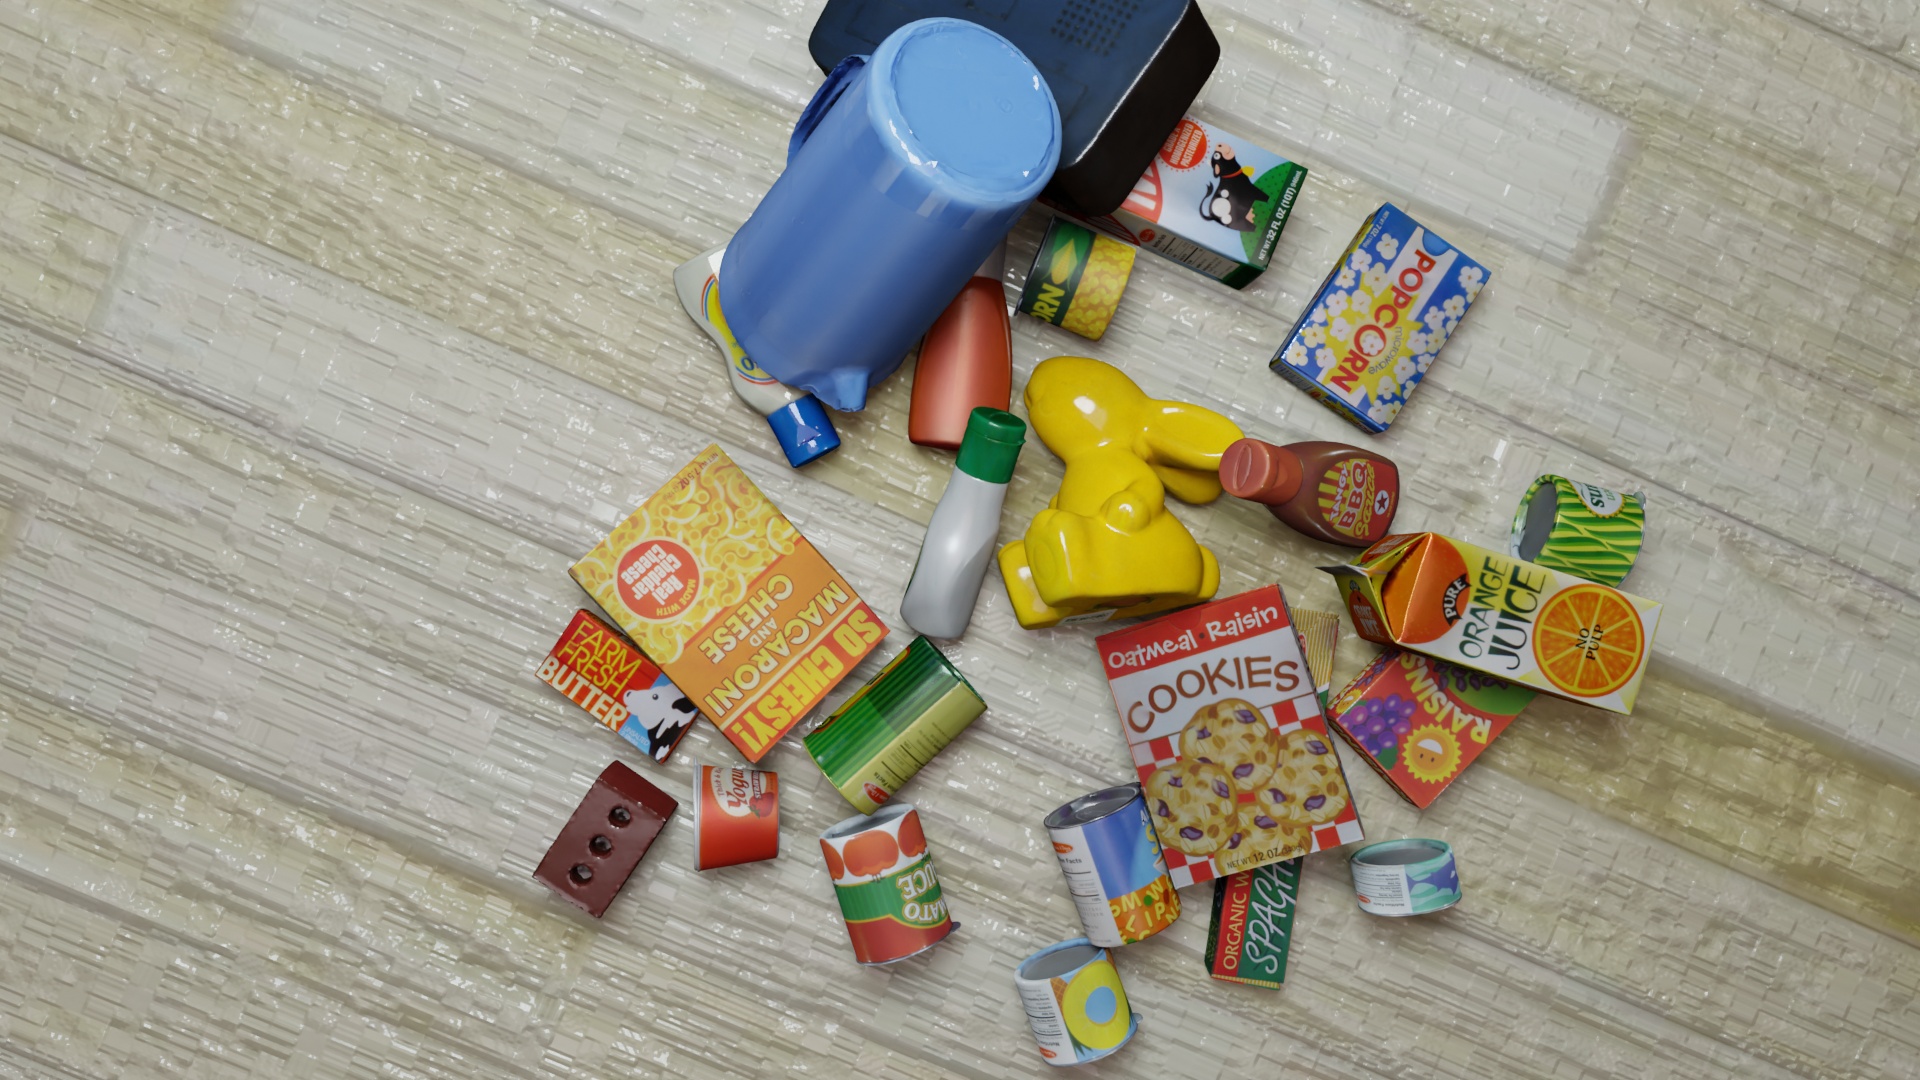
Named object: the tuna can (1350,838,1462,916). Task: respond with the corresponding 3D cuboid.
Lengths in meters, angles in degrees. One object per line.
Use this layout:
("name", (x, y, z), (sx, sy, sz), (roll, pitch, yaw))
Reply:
("tuna can", (0.292, 0.218, 0.906), (0.071, 0.071, 0.033), (-10, 90, -2))

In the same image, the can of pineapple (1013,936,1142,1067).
("can of pineapple", (0.075, 0.296, 0.899), (0.071, 0.071, 0.058), (-20, 92, -2))

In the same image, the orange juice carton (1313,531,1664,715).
("orange juice carton", (0.319, 0.044, 0.862), (0.193, 0.072, 0.073), (17, 88, -2))

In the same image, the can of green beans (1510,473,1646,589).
("can of green beans", (0.402, -0.005, 0.907), (0.058, 0.071, 0.071), (15, 90, -2))

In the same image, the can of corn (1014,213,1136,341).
("can of corn", (0.073, -0.166, 0.892), (0.058, 0.071, 0.071), (21, 90, -3))

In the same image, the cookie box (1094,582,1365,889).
("cookie box", (0.171, 0.123, 0.888), (0.123, 0.040, 0.167), (-19, 83, 13))

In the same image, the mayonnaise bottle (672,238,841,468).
("mayonnaise bottle", (-0.126, -0.120, 0.899), (0.065, 0.041, 0.148), (-28, 91, -3))

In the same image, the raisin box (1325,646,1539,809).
("raisin box", (0.313, 0.103, 0.918), (0.123, 0.040, 0.086), (-45, 92, -2))

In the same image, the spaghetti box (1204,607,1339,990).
("spaghetti box", (0.205, 0.168, 0.920), (0.050, 0.028, 0.250), (9, 90, -2))

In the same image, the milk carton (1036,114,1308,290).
("milk carton", (0.115, -0.236, 0.890), (0.191, 0.073, 0.072), (23, 89, -2))

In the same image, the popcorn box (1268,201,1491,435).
("popcorn box", (0.274, -0.144, 0.915), (0.085, 0.038, 0.126), (34, 90, -1))

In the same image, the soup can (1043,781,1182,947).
("soup can", (0.102, 0.209, 0.899), (0.071, 0.071, 0.083), (-21, 92, -1))

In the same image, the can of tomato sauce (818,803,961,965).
("can of tomato sauce", (-0.046, 0.219, 0.892), (0.071, 0.071, 0.083), (-18, 91, -2))

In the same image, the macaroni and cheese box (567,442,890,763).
("macaroni and cheese box", (-0.146, 0.040, 0.890), (0.124, 0.040, 0.166), (-44, 93, -14))

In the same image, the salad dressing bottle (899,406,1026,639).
("salad dressing bottle", (0.003, -0.011, 0.879), (0.044, 0.064, 0.147), (24, 111, 15))

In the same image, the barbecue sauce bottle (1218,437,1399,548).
("barbecue sauce bottle", (0.219, -0.034, 0.869), (0.149, 0.044, 0.065), (10, 94, -43))

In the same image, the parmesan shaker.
("parmesan shaker", (-0.041, 0.119, 0.895), (0.103, 0.071, 0.071), (-42, 92, -2))

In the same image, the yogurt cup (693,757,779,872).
("yogurt cup", (-0.144, 0.177, 0.891), (0.054, 0.072, 0.072), (0, 91, -10))

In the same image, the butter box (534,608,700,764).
("butter box", (-0.220, 0.094, 0.906), (0.103, 0.024, 0.053), (36, 89, -2))

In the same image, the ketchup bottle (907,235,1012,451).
("ketchup bottle", (0.005, -0.132, 0.902), (0.065, 0.043, 0.148), (7, 90, -5))
